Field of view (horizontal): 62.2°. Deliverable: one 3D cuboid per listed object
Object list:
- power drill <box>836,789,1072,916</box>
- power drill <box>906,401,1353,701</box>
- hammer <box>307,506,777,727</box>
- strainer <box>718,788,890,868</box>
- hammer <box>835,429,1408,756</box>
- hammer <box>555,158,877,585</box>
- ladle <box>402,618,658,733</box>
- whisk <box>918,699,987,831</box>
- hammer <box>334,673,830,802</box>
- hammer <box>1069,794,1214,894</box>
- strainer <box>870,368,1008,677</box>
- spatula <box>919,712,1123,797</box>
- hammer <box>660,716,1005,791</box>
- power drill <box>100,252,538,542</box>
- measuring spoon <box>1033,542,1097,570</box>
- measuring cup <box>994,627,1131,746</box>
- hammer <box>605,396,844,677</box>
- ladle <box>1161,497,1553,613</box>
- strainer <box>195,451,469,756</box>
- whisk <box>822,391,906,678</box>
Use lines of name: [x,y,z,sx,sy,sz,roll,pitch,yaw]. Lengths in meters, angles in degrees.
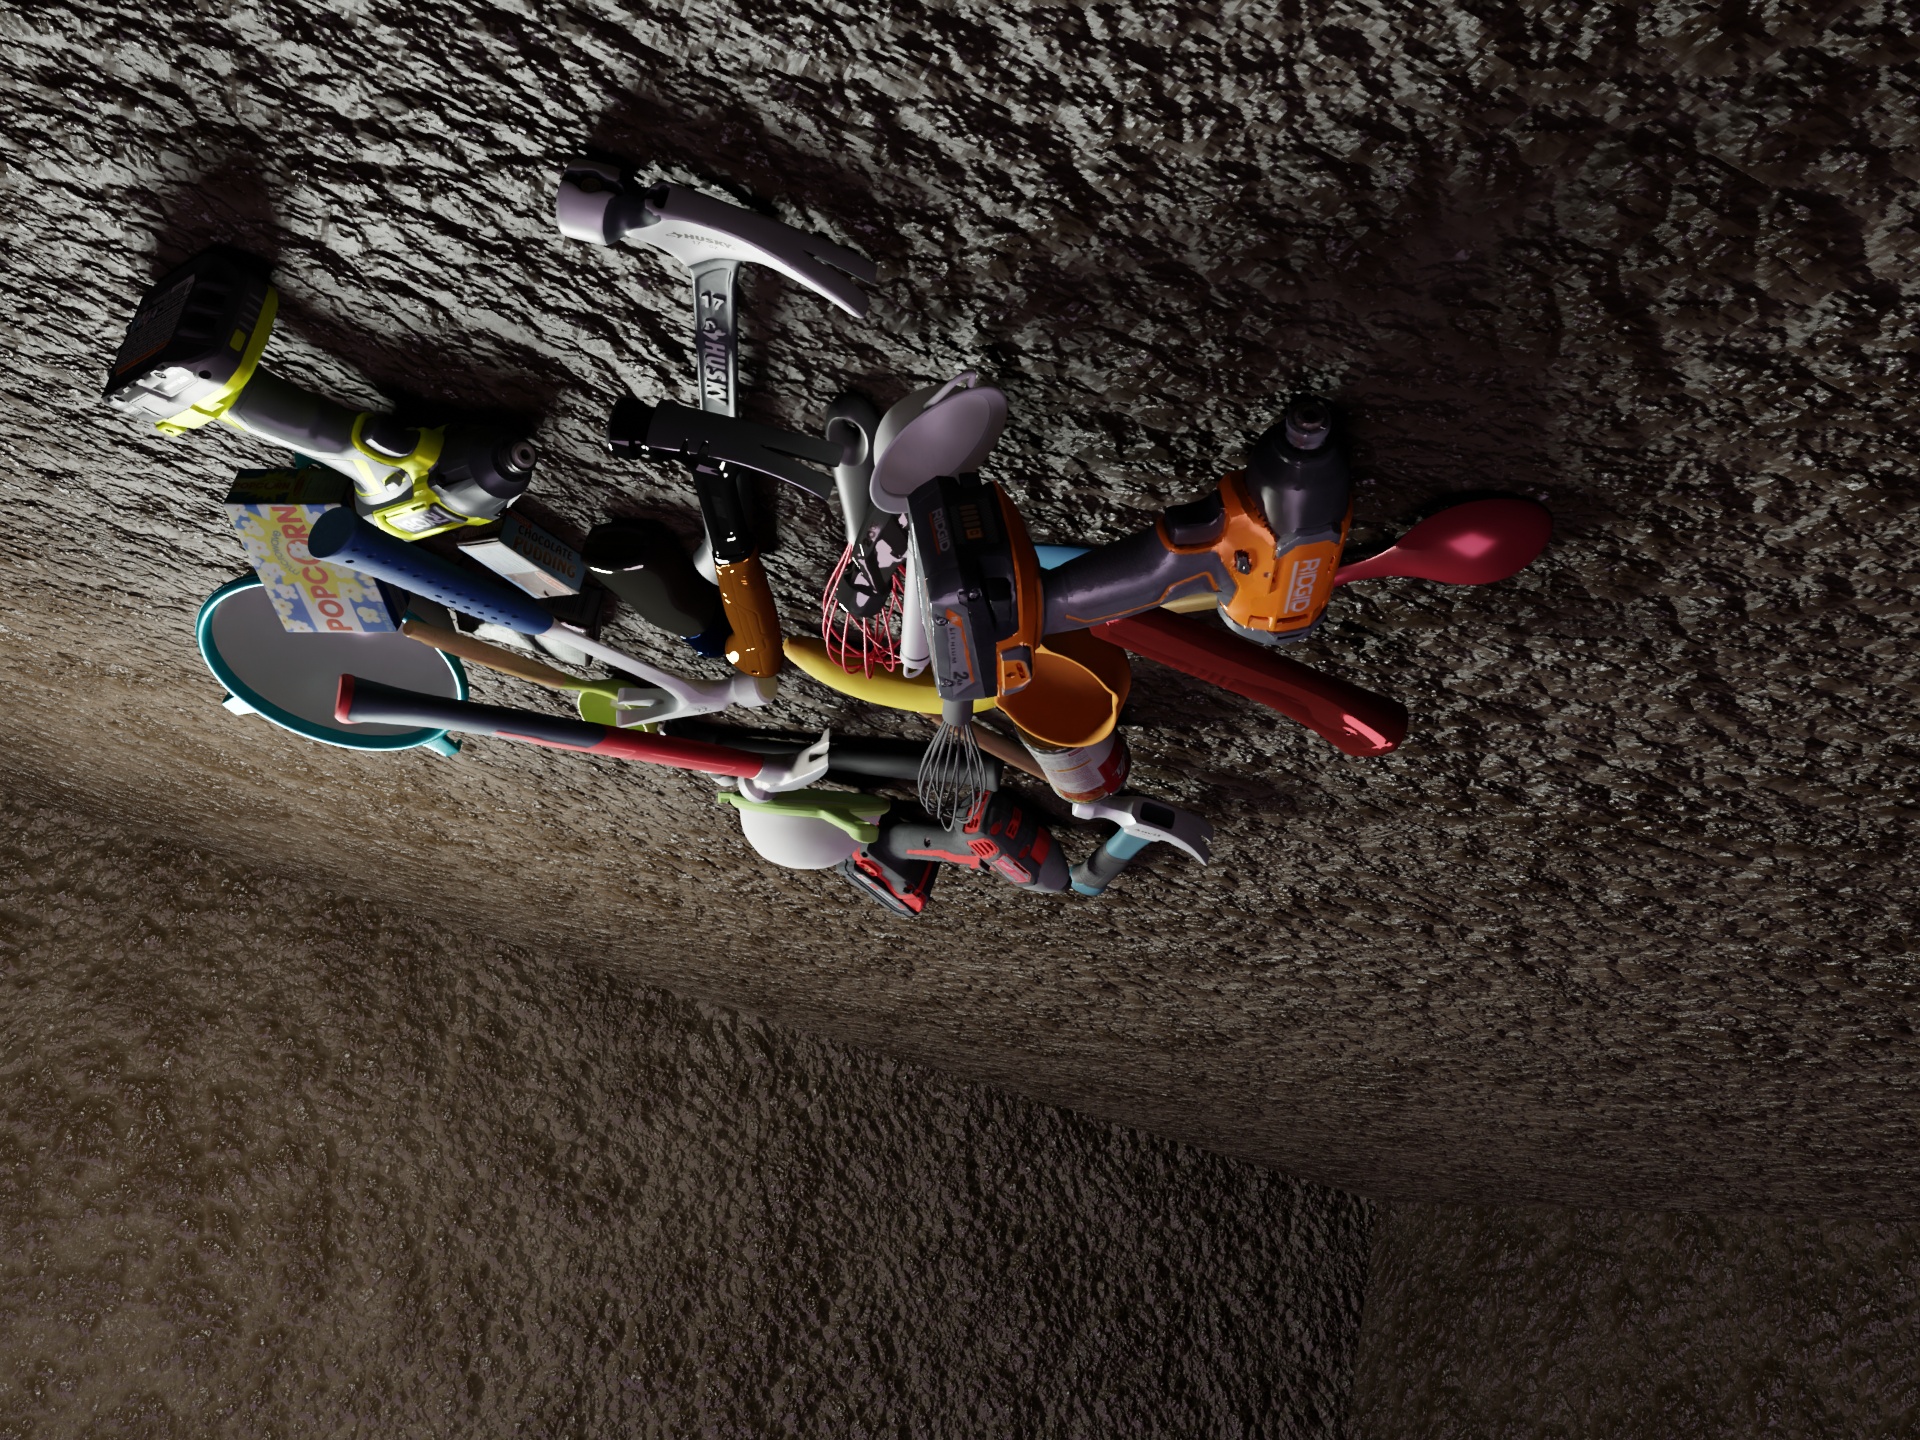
power drill: [-0.001,0.131,1.545,0.220,0.079,0.143,-11,140,42]
power drill: [0.091,-0.091,0.822,0.226,0.084,0.164,-11,150,-4]
hammer: [-0.306,-0.065,1.167,0.144,0.035,0.405,-11,161,26]
strainer: [-0.123,0.108,1.446,0.151,0.069,0.256,3,-176,-21]
hammer: [0.113,-0.062,0.950,0.359,0.037,0.149,20,137,-13]
hammer: [-0.133,-0.168,0.918,0.149,0.036,0.408,14,160,-2]
ladle: [-0.349,-0.027,1.305,0.078,0.062,0.320,16,175,23]
whisk: [-0.003,-0.003,1.161,0.055,0.055,0.238,12,138,6]
hammer: [-0.296,0.009,1.280,0.386,0.038,0.143,11,160,-29]
hammer: [0.144,0.120,1.463,0.128,0.033,0.331,15,164,-1]
strainer: [-0.021,-0.104,0.870,0.050,0.087,0.258,48,153,26]
spatula: [0.082,0.046,1.361,0.315,0.018,0.060,27,157,-35]
hammer: [-0.115,0.031,1.428,0.335,0.035,0.146,4,158,25]
power drill: [-0.383,-0.187,0.978,0.171,0.080,0.223,-6,156,43]
measuring spoon: [0.042,-0.097,0.990,0.128,0.021,0.042,6,133,12]
measuring cup: [0.057,-0.062,1.066,0.095,0.052,0.173,-3,129,33]
hammer: [-0.133,-0.098,1.010,0.127,0.034,0.336,13,161,3]
ladle: [0.195,-0.083,0.938,0.069,0.031,0.315,31,156,-37]
strainer: [-0.478,-0.113,1.238,0.211,0.095,0.340,12,140,-8]
whisk: [-0.061,-0.108,1.001,0.073,0.073,0.295,12,154,6]
